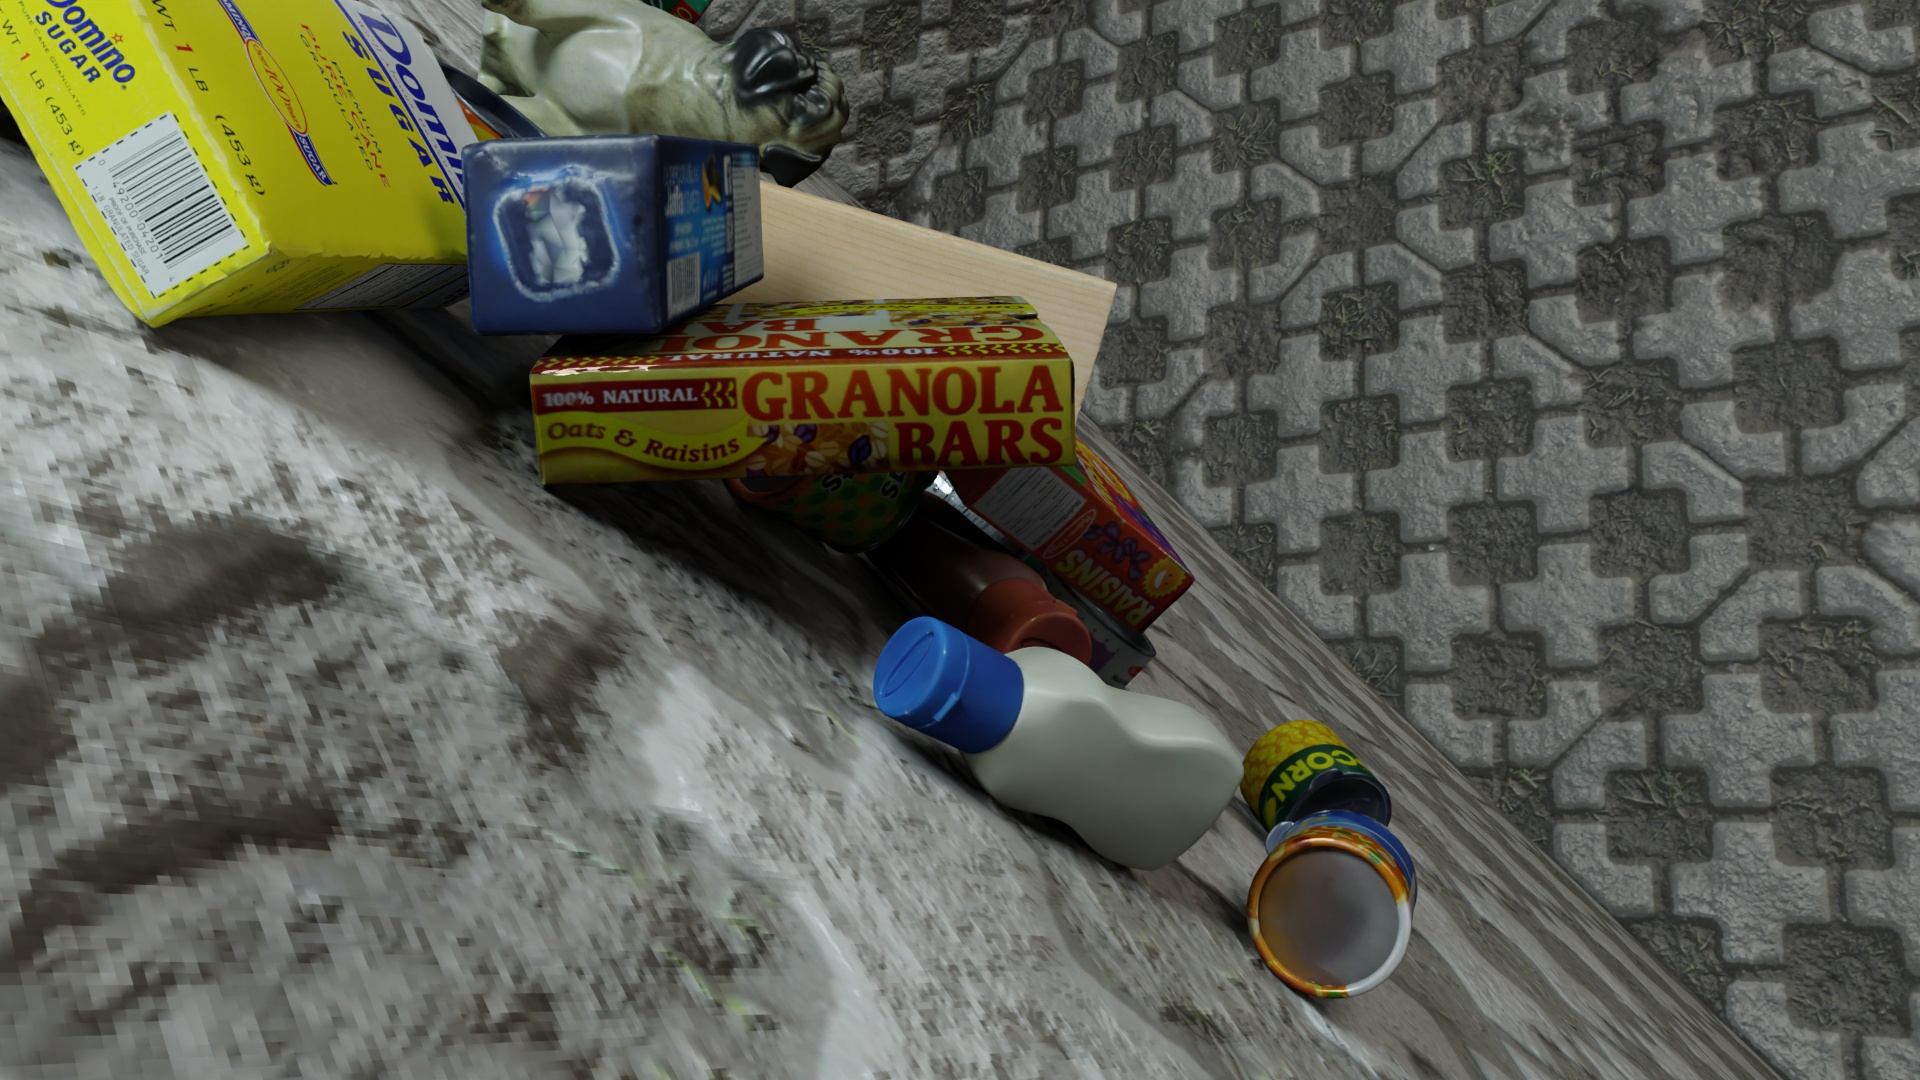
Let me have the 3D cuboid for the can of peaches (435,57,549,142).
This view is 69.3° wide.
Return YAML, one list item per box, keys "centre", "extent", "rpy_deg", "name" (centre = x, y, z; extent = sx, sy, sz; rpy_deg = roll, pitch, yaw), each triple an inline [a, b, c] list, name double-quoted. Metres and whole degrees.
- centre: [-0.194, -0.142, 0.537]
  extent: [0.071, 0.058, 0.071]
  rpy_deg: [40, 11, -9]
  name: "can of peaches"

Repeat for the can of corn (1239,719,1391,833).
- centre: [0.198, 0.141, 0.784]
  extent: [0.071, 0.071, 0.058]
  rpy_deg: [37, 10, -27]
  name: "can of corn"

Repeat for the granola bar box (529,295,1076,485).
- centre: [-0.052, -0.056, 0.479]
  extent: [0.166, 0.039, 0.124]
  rpy_deg: [-2, 18, -5]
  name: "granola bar box"

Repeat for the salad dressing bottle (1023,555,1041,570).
- centre: [0.024, -0.010, 0.838]
  extent: [0.148, 0.044, 0.064]
  rpy_deg: [47, 13, 28]
  name: "salad dressing bottle"

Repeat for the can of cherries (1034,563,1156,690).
- centre: [0.043, 0.047, 0.627]
  extent: [0.071, 0.058, 0.071]
  rpy_deg: [40, 11, -9]
  name: "can of cherries"

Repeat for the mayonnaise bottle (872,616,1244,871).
- centre: [0.035, 0.071, 0.497]
  extent: [0.148, 0.064, 0.041]
  rpy_deg: [30, 15, -35]
  name: "mayonnaise bottle"

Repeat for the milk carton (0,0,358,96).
- centre: [-0.251, -0.175, 0.416]
  extent: [0.072, 0.073, 0.191]
  rpy_deg: [41, 10, -5]
  name: "milk carton"

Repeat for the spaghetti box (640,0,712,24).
- centre: [-0.221, -0.311, 0.869]
  extent: [0.050, 0.029, 0.249]
  rpy_deg: [36, -21, -26]
  name: "spaghetti box"

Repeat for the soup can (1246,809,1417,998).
- centre: [0.159, 0.153, 0.599]
  extent: [0.071, 0.071, 0.084]
  rpy_deg: [45, 11, 17]
  name: "soup can"

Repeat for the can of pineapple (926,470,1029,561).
- centre: [0.002, -0.009, 0.693]
  extent: [0.058, 0.071, 0.071]
  rpy_deg: [45, 10, 15]
  name: "can of pineapple"

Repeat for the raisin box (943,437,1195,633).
- centre: [0.038, -0.022, 0.596]
  extent: [0.123, 0.040, 0.086]
  rpy_deg: [35, 16, -39]
  name: "raisin box"

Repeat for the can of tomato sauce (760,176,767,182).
- centre: [-0.134, -0.169, 0.799]
  extent: [0.071, 0.083, 0.071]
  rpy_deg: [41, 9, -8]
  name: "can of tomato sauce"

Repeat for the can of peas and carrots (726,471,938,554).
- centre: [-0.054, -0.035, 0.578]
  extent: [0.058, 0.071, 0.071]
  rpy_deg: [31, 15, -45]
  name: "can of peas and carrots"

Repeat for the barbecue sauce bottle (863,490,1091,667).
- centre: [0.006, 0.020, 0.575]
  extent: [0.065, 0.043, 0.149]
  rpy_deg: [32, 3, -28]
  name: "barbecue sauce bottle"
